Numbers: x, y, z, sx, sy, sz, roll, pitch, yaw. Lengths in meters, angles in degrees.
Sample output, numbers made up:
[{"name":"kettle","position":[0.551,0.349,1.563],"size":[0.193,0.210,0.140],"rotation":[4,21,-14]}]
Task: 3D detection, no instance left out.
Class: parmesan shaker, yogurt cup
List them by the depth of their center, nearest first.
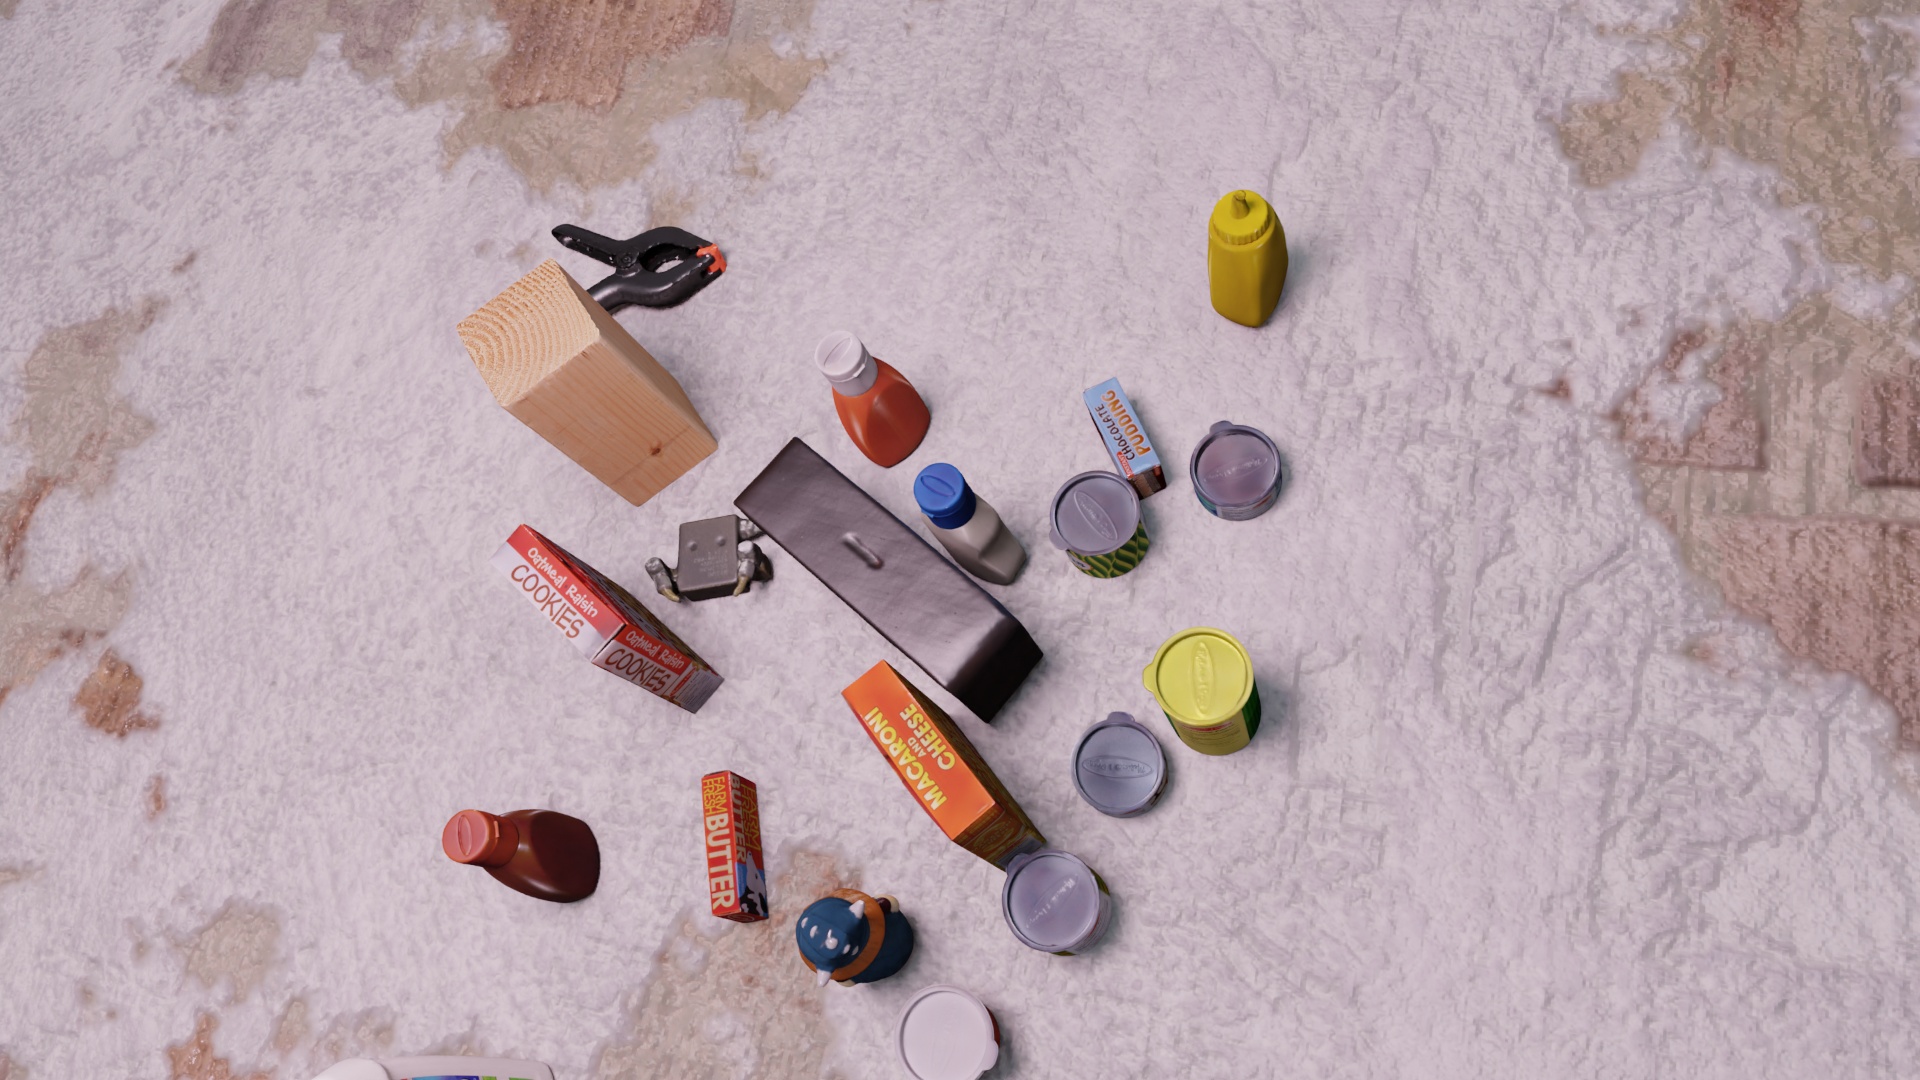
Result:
[{"name":"yogurt cup","position":[-0.005,0.333,0.929],"size":[0.072,0.054,0.072],"rotation":[-5,69,13]},{"name":"parmesan shaker","position":[0.166,0.104,0.943],"size":[0.071,0.103,0.071],"rotation":[-5,69,13]}]

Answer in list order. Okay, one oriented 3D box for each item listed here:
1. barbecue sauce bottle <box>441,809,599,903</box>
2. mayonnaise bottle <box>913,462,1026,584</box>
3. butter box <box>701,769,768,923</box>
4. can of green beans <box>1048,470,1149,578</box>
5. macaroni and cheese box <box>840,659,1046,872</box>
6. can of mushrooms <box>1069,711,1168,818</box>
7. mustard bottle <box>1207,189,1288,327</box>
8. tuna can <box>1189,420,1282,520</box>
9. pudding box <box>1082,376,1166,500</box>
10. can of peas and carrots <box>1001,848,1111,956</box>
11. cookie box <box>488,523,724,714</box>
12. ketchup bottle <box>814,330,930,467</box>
[{"name":"barbecue sauce bottle","position":[-0.315,0.223,1.002],"size":[0.043,0.148,0.065],"rotation":[-18,67,8]},{"name":"mayonnaise bottle","position":[0.004,-0.013,1.005],"size":[0.065,0.147,0.041],"rotation":[28,80,22]},{"name":"butter box","position":[-0.165,0.224,1.014],"size":[0.024,0.053,0.104],"rotation":[-14,67,10]},{"name":"can of green beans","position":[0.104,-0.011,1.027],"size":[0.071,0.057,0.071],"rotation":[-5,69,13]},{"name":"macaroni and cheese box","position":[-0.008,0.156,0.935],"size":[0.040,0.166,0.124],"rotation":[-40,65,-1]},{"name":"can of mushrooms","position":[0.112,0.158,0.975],"size":[0.071,0.033,0.071],"rotation":[-5,69,13]},{"name":"mustard bottle","position":[0.209,-0.216,1.020],"size":[0.049,0.160,0.065],"rotation":[23,78,21]},{"name":"tuna can","position":[0.204,-0.052,1.030],"size":[0.071,0.032,0.071],"rotation":[-5,69,13]},{"name":"pudding box","position":[0.124,-0.077,1.051],"size":[0.030,0.049,0.084],"rotation":[-26,66,5]},{"name":"can of peas and carrots","position":[0.064,0.245,0.941],"size":[0.071,0.058,0.071],"rotation":[-5,69,13]},{"name":"cookie box","position":[-0.260,0.061,1.038],"size":[0.123,0.167,0.040],"rotation":[38,84,24]},{"name":"ketchup bottle","position":[-0.069,-0.110,1.061],"size":[0.043,0.148,0.065],"rotation":[37,83,24]}]
